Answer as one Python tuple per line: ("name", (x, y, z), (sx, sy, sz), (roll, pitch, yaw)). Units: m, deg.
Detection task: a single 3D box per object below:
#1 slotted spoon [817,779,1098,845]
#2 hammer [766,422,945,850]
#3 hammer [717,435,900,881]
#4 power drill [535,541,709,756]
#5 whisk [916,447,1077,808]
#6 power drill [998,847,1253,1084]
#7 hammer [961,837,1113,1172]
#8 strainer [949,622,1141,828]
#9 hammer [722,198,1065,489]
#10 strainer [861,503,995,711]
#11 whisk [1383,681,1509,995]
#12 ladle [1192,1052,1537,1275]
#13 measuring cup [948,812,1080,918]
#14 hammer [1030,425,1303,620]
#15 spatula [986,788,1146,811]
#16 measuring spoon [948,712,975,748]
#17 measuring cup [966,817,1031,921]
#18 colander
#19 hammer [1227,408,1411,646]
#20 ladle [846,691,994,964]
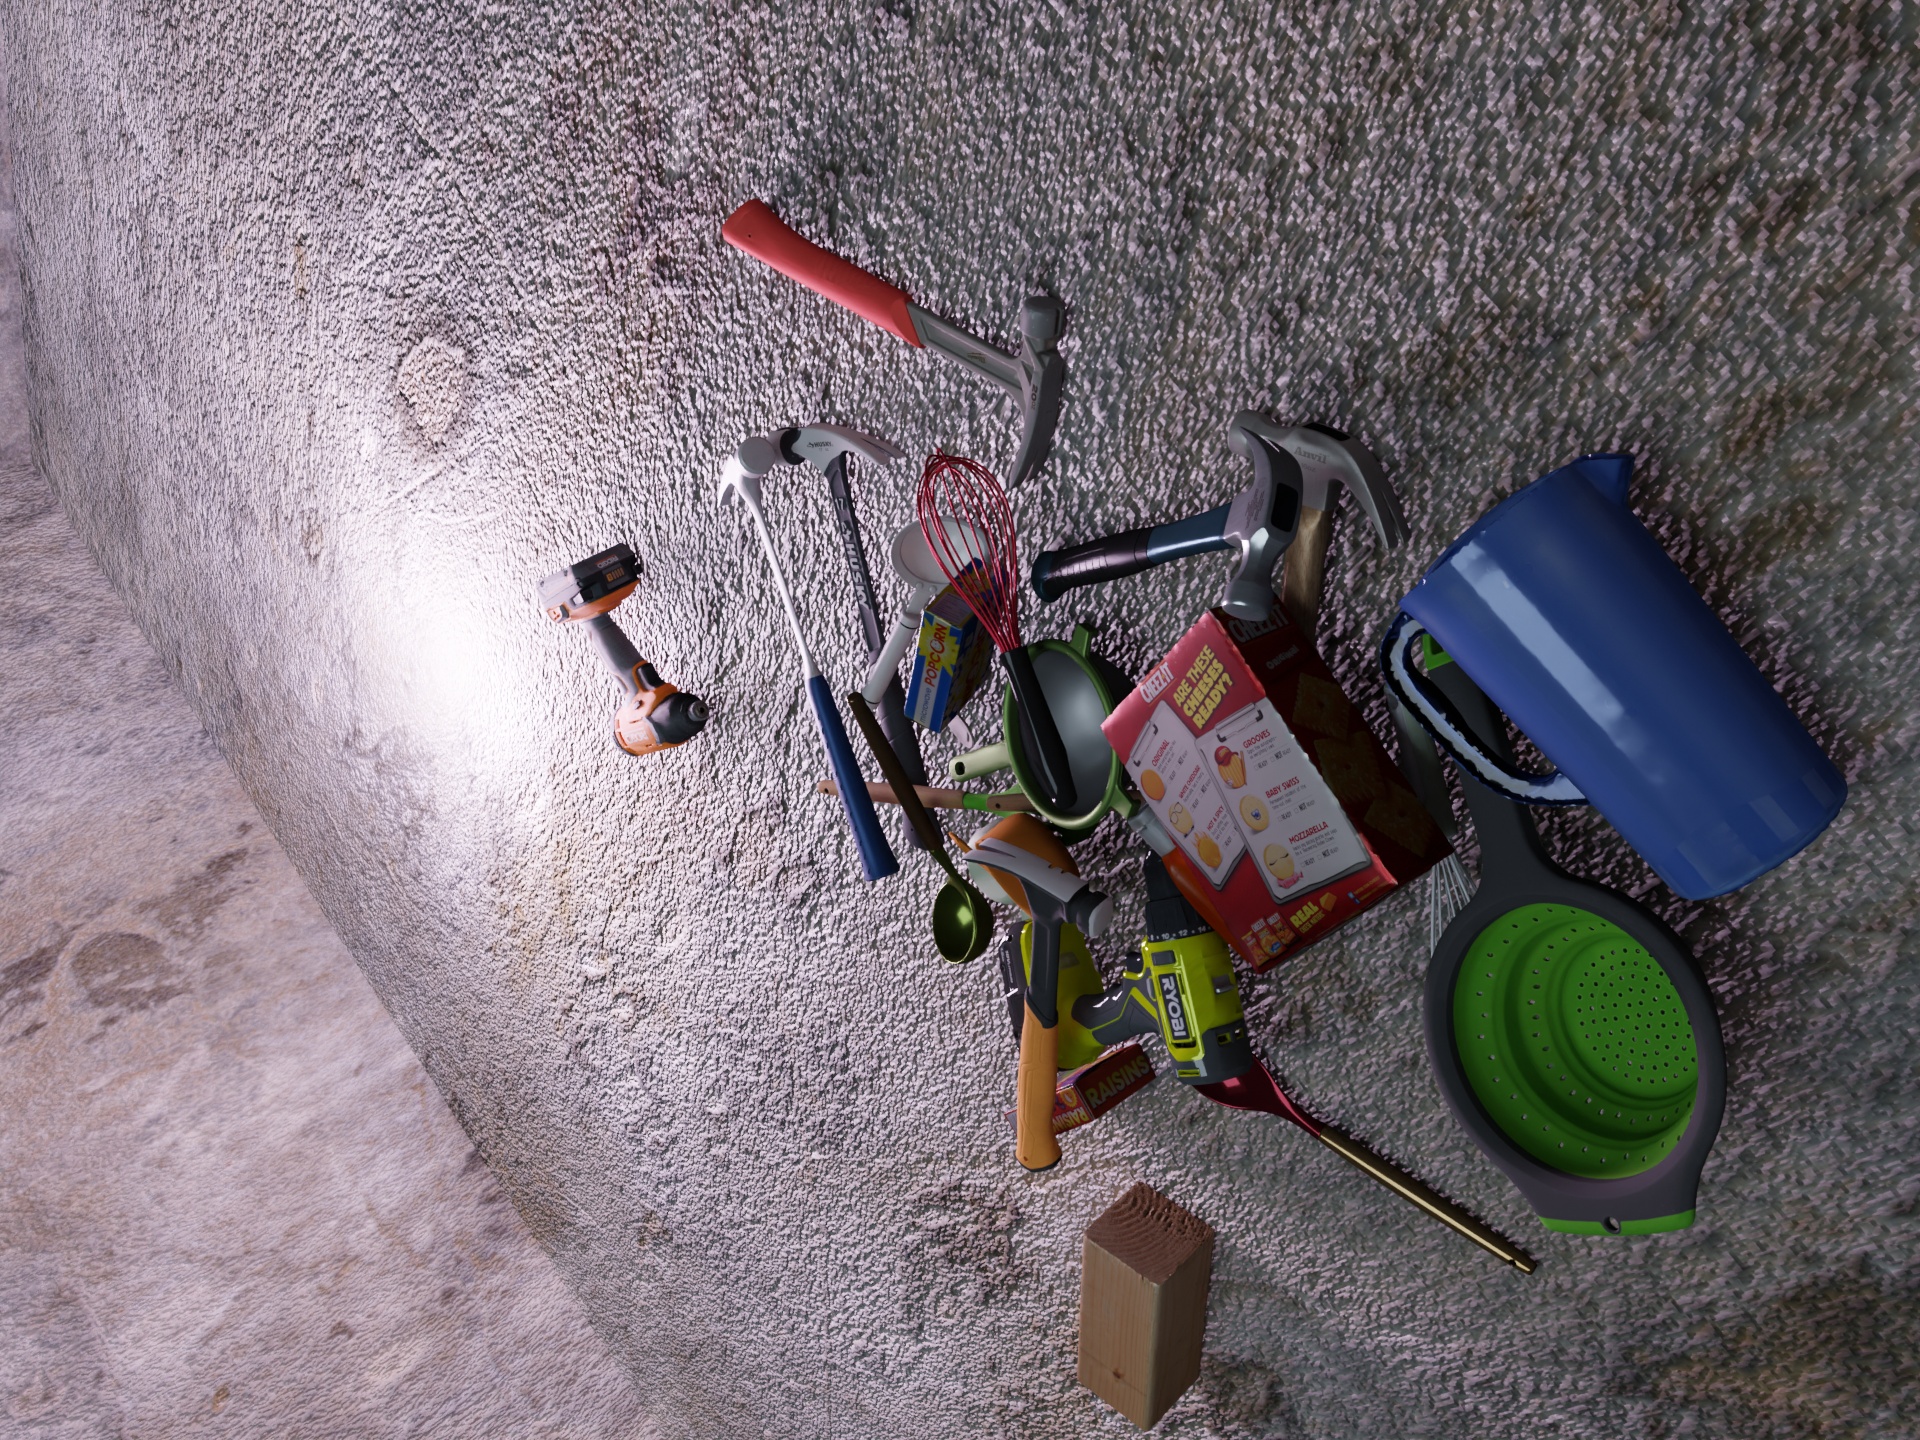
("slotted spoon", (-0.013, 0.072, 1.430), (0.314, 0.031, 0.070), (4, 116, 39))
("hammer", (-0.072, -0.069, 1.442), (0.149, 0.036, 0.408), (7, 118, 45))
("hammer", (-0.138, -0.050, 1.451), (0.405, 0.035, 0.144), (71, 162, -2))
("power drill", (-0.357, -0.072, 1.726), (0.164, 0.084, 0.226), (-11, 108, 50))
("whisk", (0.034, -0.072, 1.224), (0.073, 0.073, 0.296), (-23, 85, 52))
("power drill", (0.135, 0.207, 1.331), (0.228, 0.080, 0.190), (-19, 81, 51))
("hammer", (0.060, 0.250, 1.320), (0.127, 0.034, 0.336), (26, 132, 32))
("strainer", (0.076, 0.017, 1.301), (0.256, 0.069, 0.151), (-22, 81, 59))
("hammer", (-0.063, -0.324, 1.274), (0.359, 0.037, 0.149), (35, 135, 29))
("strainer", (-0.041, -0.095, 1.357), (0.050, 0.086, 0.258), (-94, 26, -49))
("whisk", (0.326, 0.085, 1.080), (0.058, 0.059, 0.246), (-162, 54, -76))
("ladle", (0.311, 0.343, 1.267), (0.316, 0.031, 0.069), (30, 128, 32))
("measuring cup", (0.042, 0.110, 1.361), (0.095, 0.052, 0.174), (57, 168, -24))
("hammer", (0.131, -0.119, 1.104), (0.331, 0.033, 0.128), (-5, 66, 67))
("spatula", (0.146, 0.065, 1.262), (0.316, 0.018, 0.059), (-3, 110, 40))
("measuring spoon", (-0.002, -0.004, 1.377), (0.124, 0.018, 0.034), (-127, 36, -61))
("measuring cup", (0.048, 0.171, 1.447), (0.083, 0.038, 0.167), (6, 114, 47))
("colander", (0.383, 0.116, 1.013), (0.204, 0.094, 0.397), (-26, 74, 52))
("hammer", (0.232, -0.043, 1.105), (0.130, 0.031, 0.331), (25, 126, 36))
("ladle", (-0.043, 0.100, 1.419), (0.078, 0.062, 0.319), (43, 163, 51))
